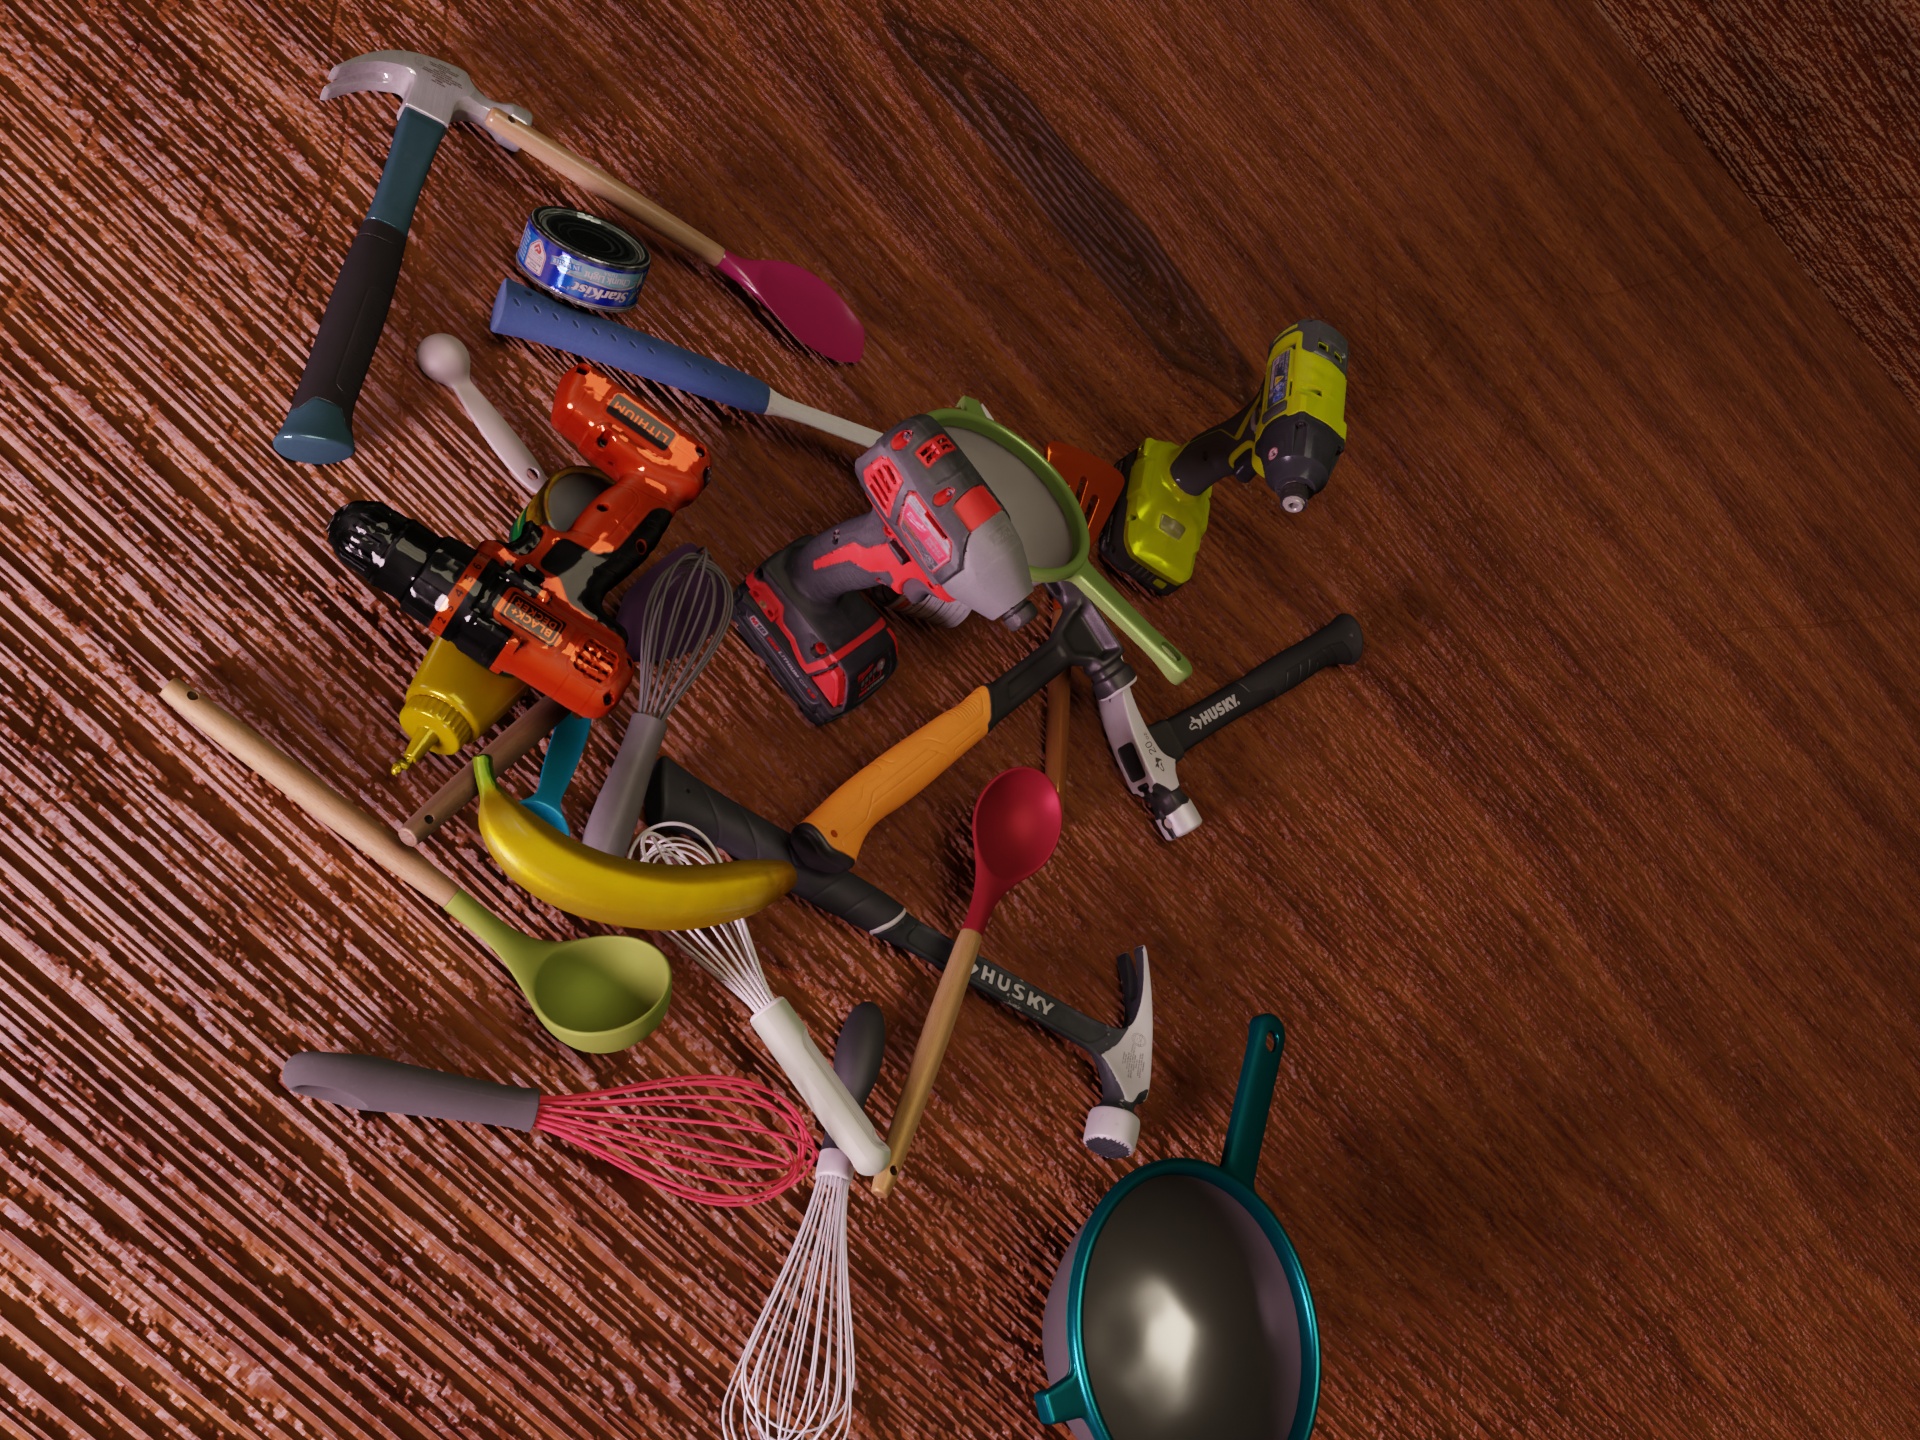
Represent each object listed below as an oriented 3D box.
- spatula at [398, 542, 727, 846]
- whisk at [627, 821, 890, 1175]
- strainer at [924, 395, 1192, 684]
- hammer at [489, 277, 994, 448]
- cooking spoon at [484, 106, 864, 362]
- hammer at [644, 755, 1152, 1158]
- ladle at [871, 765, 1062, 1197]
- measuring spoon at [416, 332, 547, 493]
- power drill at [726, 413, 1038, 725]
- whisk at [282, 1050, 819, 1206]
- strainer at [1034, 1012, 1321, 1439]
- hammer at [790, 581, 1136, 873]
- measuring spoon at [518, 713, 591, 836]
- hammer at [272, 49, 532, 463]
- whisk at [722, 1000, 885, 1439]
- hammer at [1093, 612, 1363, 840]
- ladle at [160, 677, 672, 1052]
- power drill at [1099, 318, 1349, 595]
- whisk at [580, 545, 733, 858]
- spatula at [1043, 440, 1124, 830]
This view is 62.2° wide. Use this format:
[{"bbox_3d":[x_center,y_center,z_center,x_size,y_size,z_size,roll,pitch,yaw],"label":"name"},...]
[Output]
[{"bbox_3d":[-0.230,-0.020,0.967,0.059,0.018,0.316,52,40,-12],"label":"spatula"},{"bbox_3d":[-0.118,0.164,0.941,0.059,0.057,0.246,-37,82,2],"label":"whisk"},{"bbox_3d":[0.050,-0.104,1.107,0.256,0.069,0.151,43,37,-5],"label":"strainer"},{"bbox_3d":[-0.130,-0.228,1.138,0.405,0.035,0.144,16,42,-26],"label":"hammer"},{"bbox_3d":[-0.196,-0.349,1.153,0.318,0.017,0.069,26,55,-33],"label":"cooking spoon"},{"bbox_3d":[-0.030,0.137,1.052,0.408,0.036,0.149,33,52,-20],"label":"hammer"},{"bbox_3d":[0.001,0.160,1.023,0.069,0.031,0.316,37,52,-19],"label":"ladle"},{"bbox_3d":[-0.302,-0.198,1.021,0.124,0.018,0.034,53,49,-4],"label":"measuring spoon"},{"bbox_3d":[-0.046,-0.087,1.023,0.143,0.219,0.078,53,49,-4],"label":"power drill"},{"bbox_3d":[-0.213,0.215,0.865,0.295,0.073,0.073,17,60,-24],"label":"whisk"},{"bbox_3d":[0.144,0.344,1.043,0.211,0.095,0.341,39,49,-18],"label":"strainer"},{"bbox_3d":[-0.002,-0.004,1.098,0.337,0.034,0.127,-39,97,-42],"label":"hammer"},{"bbox_3d":[-0.246,0.036,0.956,0.042,0.021,0.129,29,45,-22],"label":"measuring spoon"},{"bbox_3d":[-0.368,-0.299,1.011,0.128,0.033,0.331,22,57,-28],"label":"hammer"},{"bbox_3d":[-0.080,0.292,0.930,0.070,0.070,0.285,29,49,-23],"label":"whisk"},{"bbox_3d":[0.239,-0.029,1.330,0.335,0.035,0.146,-27,87,-41],"label":"hammer"},{"bbox_3d":[-0.296,0.075,0.873,0.320,0.062,0.078,40,37,-11],"label":"ladle"},{"bbox_3d":[0.211,-0.197,1.263,0.080,0.223,0.171,28,55,-23],"label":"power drill"},{"bbox_3d":[-0.192,0.002,0.971,0.055,0.055,0.239,25,70,-25],"label":"whisk"},{"bbox_3d":[0.083,-0.066,1.228,0.081,0.041,0.323,20,59,-29],"label":"spatula"}]
